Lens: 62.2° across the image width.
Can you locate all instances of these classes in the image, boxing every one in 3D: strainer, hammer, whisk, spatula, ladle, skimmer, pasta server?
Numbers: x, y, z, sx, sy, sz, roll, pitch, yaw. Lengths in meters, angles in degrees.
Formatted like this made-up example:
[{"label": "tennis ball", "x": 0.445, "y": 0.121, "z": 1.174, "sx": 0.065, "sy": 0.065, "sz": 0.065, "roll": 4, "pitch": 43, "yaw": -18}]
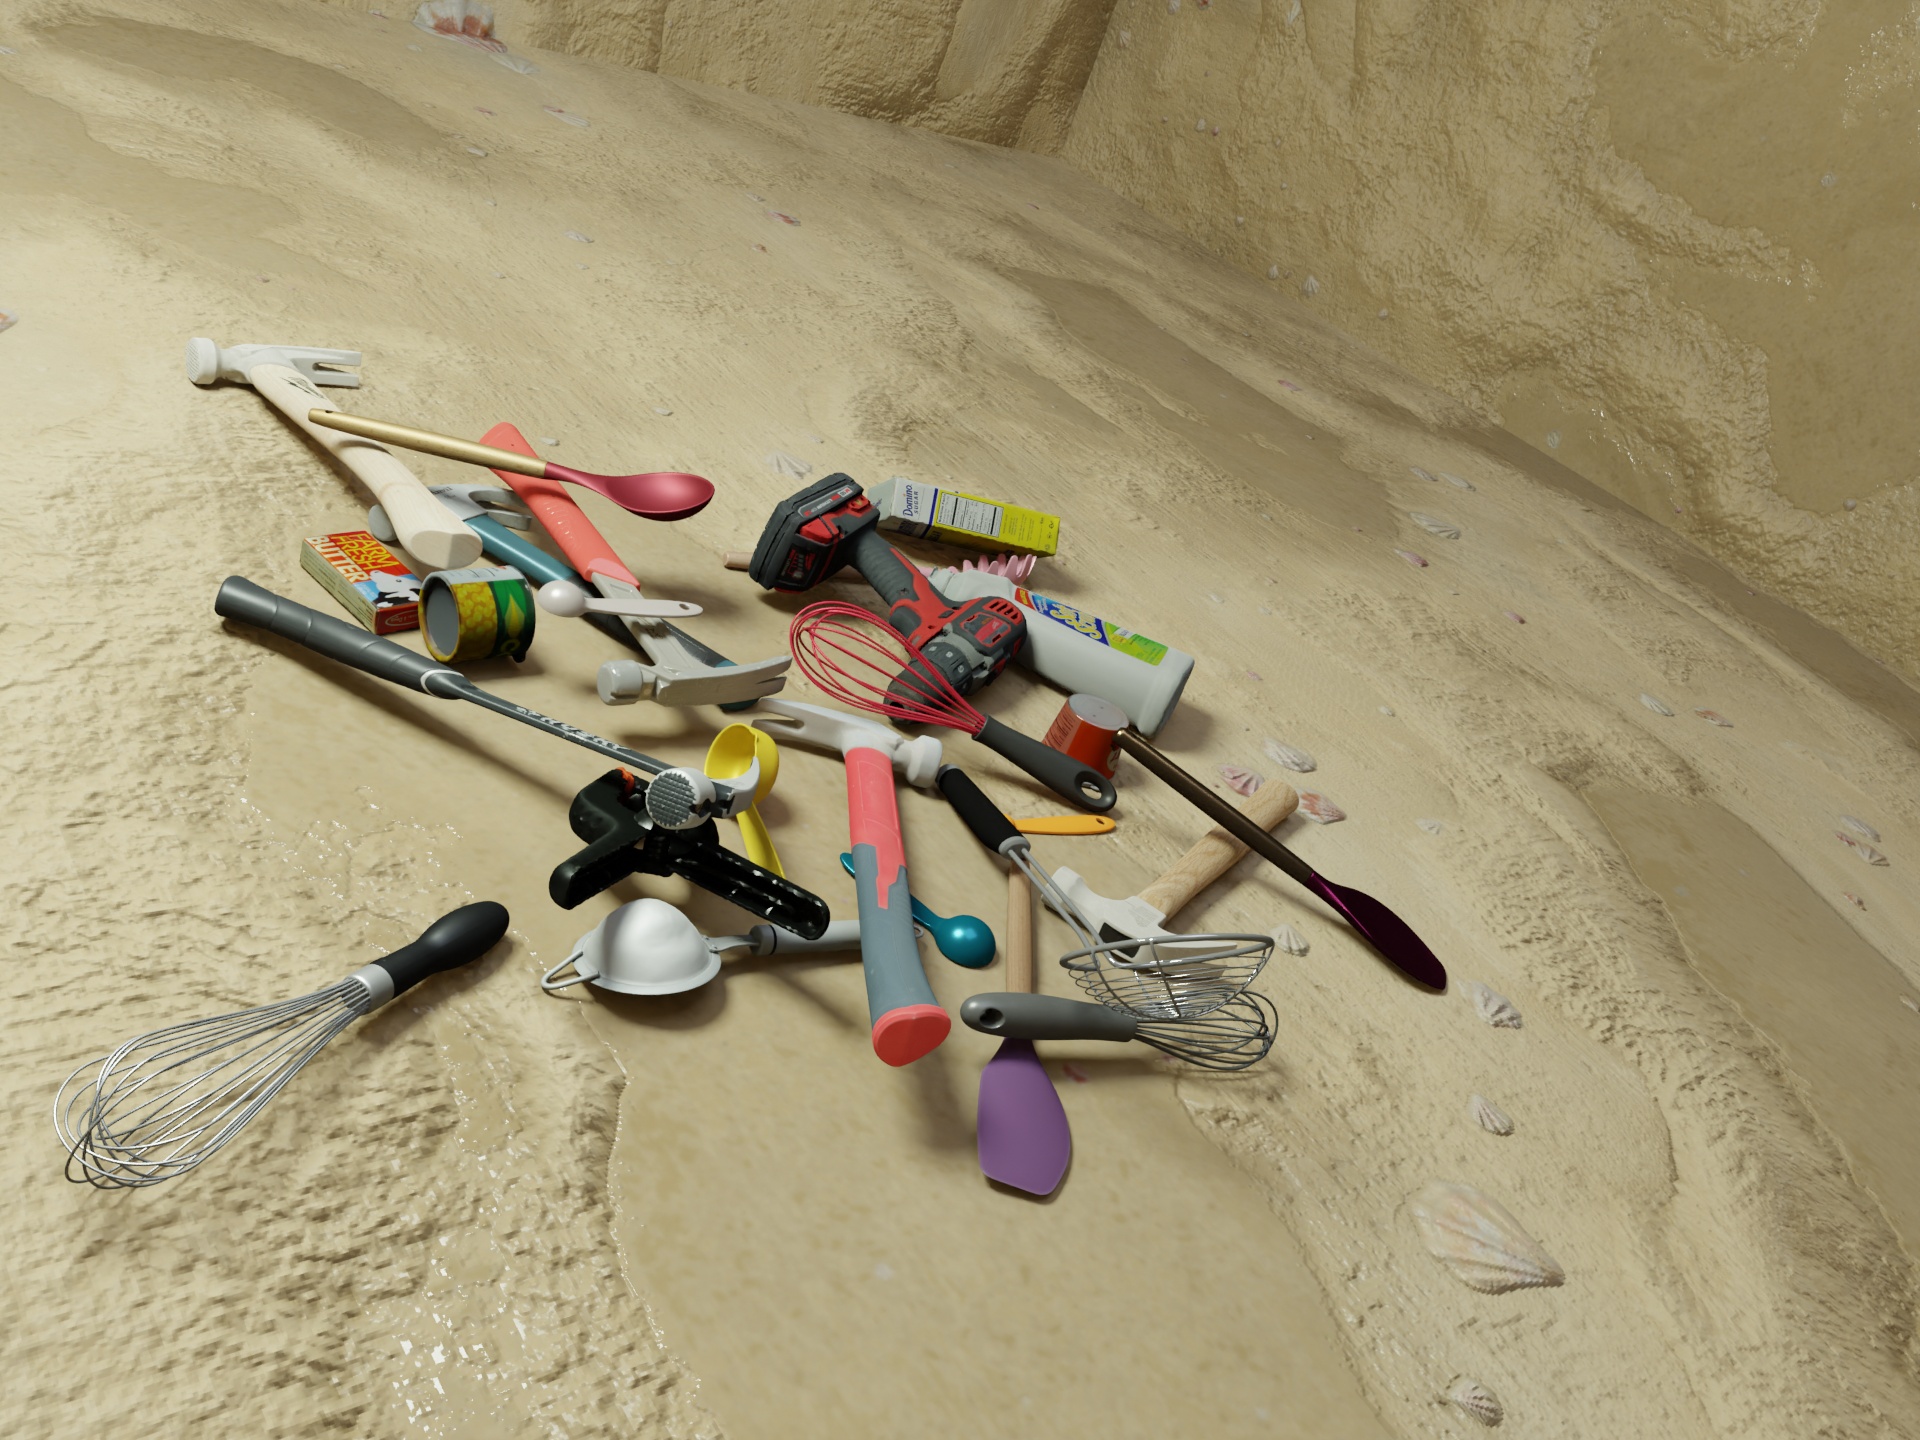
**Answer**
[{"label": "strainer", "x": -0.128, "y": 0.131, "z": 0.966, "sx": 0.258, "sy": 0.050, "sz": 0.087, "roll": 3, "pitch": 20, "yaw": -38}, {"label": "hammer", "x": 0.193, "y": 0.109, "z": 1.231, "sx": 0.130, "sy": 0.031, "sz": 0.331, "roll": 33, "pitch": 30, "yaw": 20}, {"label": "hammer", "x": -0.278, "y": -0.128, "z": 1.235, "sx": 0.149, "sy": 0.036, "sz": 0.359, "roll": -7, "pitch": 41, "yaw": -39}, {"label": "whisk", "x": -0.318, "y": 0.146, "z": 0.790, "sx": 0.070, "sy": 0.070, "sz": 0.284, "roll": 30, "pitch": 25, "yaw": 13}, {"label": "spatula", "x": 0.040, "y": 0.180, "z": 1.019, "sx": 0.059, "sy": 0.018, "sz": 0.316, "roll": 21, "pitch": 29, "yaw": -11}, {"label": "hammer", "x": -0.067, "y": 0.089, "z": 1.030, "sx": 0.143, "sy": 0.038, "sz": 0.387, "roll": 15, "pitch": 22, "yaw": -13}, {"label": "hammer", "x": -0.316, "y": -0.018, "z": 1.035, "sx": 0.409, "sy": 0.036, "sz": 0.149, "roll": 21, "pitch": 6, "yaw": 15}, {"label": "ladle", "x": -0.350, "y": -0.202, "z": 1.245, "sx": 0.315, "sy": 0.031, "sz": 0.069, "roll": 13, "pitch": 34, "yaw": -6}, {"label": "hammer", "x": -0.296, "y": -0.099, "z": 1.246, "sx": 0.331, "sy": 0.033, "sz": 0.128, "roll": 31, "pitch": 31, "yaw": 15}, {"label": "skimmer", "x": 0.070, "y": 0.088, "z": 1.055, "sx": 0.127, "sy": 0.090, "sz": 0.364, "roll": 3, "pitch": 23, "yaw": -27}, {"label": "pasta server", "x": -0.070, "y": -0.145, "z": 1.475, "sx": 0.316, "sy": 0.040, "sz": 0.060, "roll": 2, "pitch": 6, "yaw": -30}, {"label": "hammer", "x": -0.479, "y": -0.221, "z": 1.275, "sx": 0.146, "sy": 0.038, "sz": 0.411, "roll": -7, "pitch": 34, "yaw": -43}, {"label": "whisk", "x": -0.002, "y": -0.004, "z": 1.228, "sx": 0.295, "sy": 0.073, "sz": 0.073, "roll": 29, "pitch": 26, "yaw": -15}, {"label": "whisk", "x": 0.105, "y": 0.189, "z": 1.003, "sx": 0.238, "sy": 0.055, "sz": 0.055, "roll": 10, "pitch": 31, "yaw": -29}]

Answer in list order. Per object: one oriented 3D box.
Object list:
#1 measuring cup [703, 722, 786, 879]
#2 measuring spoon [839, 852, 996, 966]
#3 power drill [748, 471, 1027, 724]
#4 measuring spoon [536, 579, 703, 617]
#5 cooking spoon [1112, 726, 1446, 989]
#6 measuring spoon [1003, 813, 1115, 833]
[{"label": "measuring cup", "x": -0.132, "y": 0.069, "z": 1.069, "sx": 0.029, "sy": 0.062, "sz": 0.157, "roll": 20, "pitch": 35, "yaw": -45}, {"label": "measuring spoon", "x": -0.028, "y": 0.119, "z": 1.068, "sx": 0.129, "sy": 0.021, "sz": 0.042, "roll": 34, "pitch": 30, "yaw": 18}, {"label": "power drill", "x": -0.068, "y": -0.096, "z": 1.339, "sx": 0.227, "sy": 0.080, "sz": 0.188, "roll": 38, "pitch": 38, "yaw": 8}, {"label": "measuring spoon", "x": -0.242, "y": -0.087, "z": 1.143, "sx": 0.124, "sy": 0.018, "sz": 0.034, "roll": 1, "pitch": 37, "yaw": -32}, {"label": "cooking spoon", "x": 0.247, "y": 0.105, "z": 1.227, "sx": 0.319, "sy": 0.017, "sz": 0.069, "roll": 37, "pitch": 28, "yaw": -1}, {"label": "measuring spoon", "x": 0.074, "y": 0.077, "z": 1.222, "sx": 0.116, "sy": 0.011, "sz": 0.021, "roll": 1, "pitch": 35, "yaw": -33}]
